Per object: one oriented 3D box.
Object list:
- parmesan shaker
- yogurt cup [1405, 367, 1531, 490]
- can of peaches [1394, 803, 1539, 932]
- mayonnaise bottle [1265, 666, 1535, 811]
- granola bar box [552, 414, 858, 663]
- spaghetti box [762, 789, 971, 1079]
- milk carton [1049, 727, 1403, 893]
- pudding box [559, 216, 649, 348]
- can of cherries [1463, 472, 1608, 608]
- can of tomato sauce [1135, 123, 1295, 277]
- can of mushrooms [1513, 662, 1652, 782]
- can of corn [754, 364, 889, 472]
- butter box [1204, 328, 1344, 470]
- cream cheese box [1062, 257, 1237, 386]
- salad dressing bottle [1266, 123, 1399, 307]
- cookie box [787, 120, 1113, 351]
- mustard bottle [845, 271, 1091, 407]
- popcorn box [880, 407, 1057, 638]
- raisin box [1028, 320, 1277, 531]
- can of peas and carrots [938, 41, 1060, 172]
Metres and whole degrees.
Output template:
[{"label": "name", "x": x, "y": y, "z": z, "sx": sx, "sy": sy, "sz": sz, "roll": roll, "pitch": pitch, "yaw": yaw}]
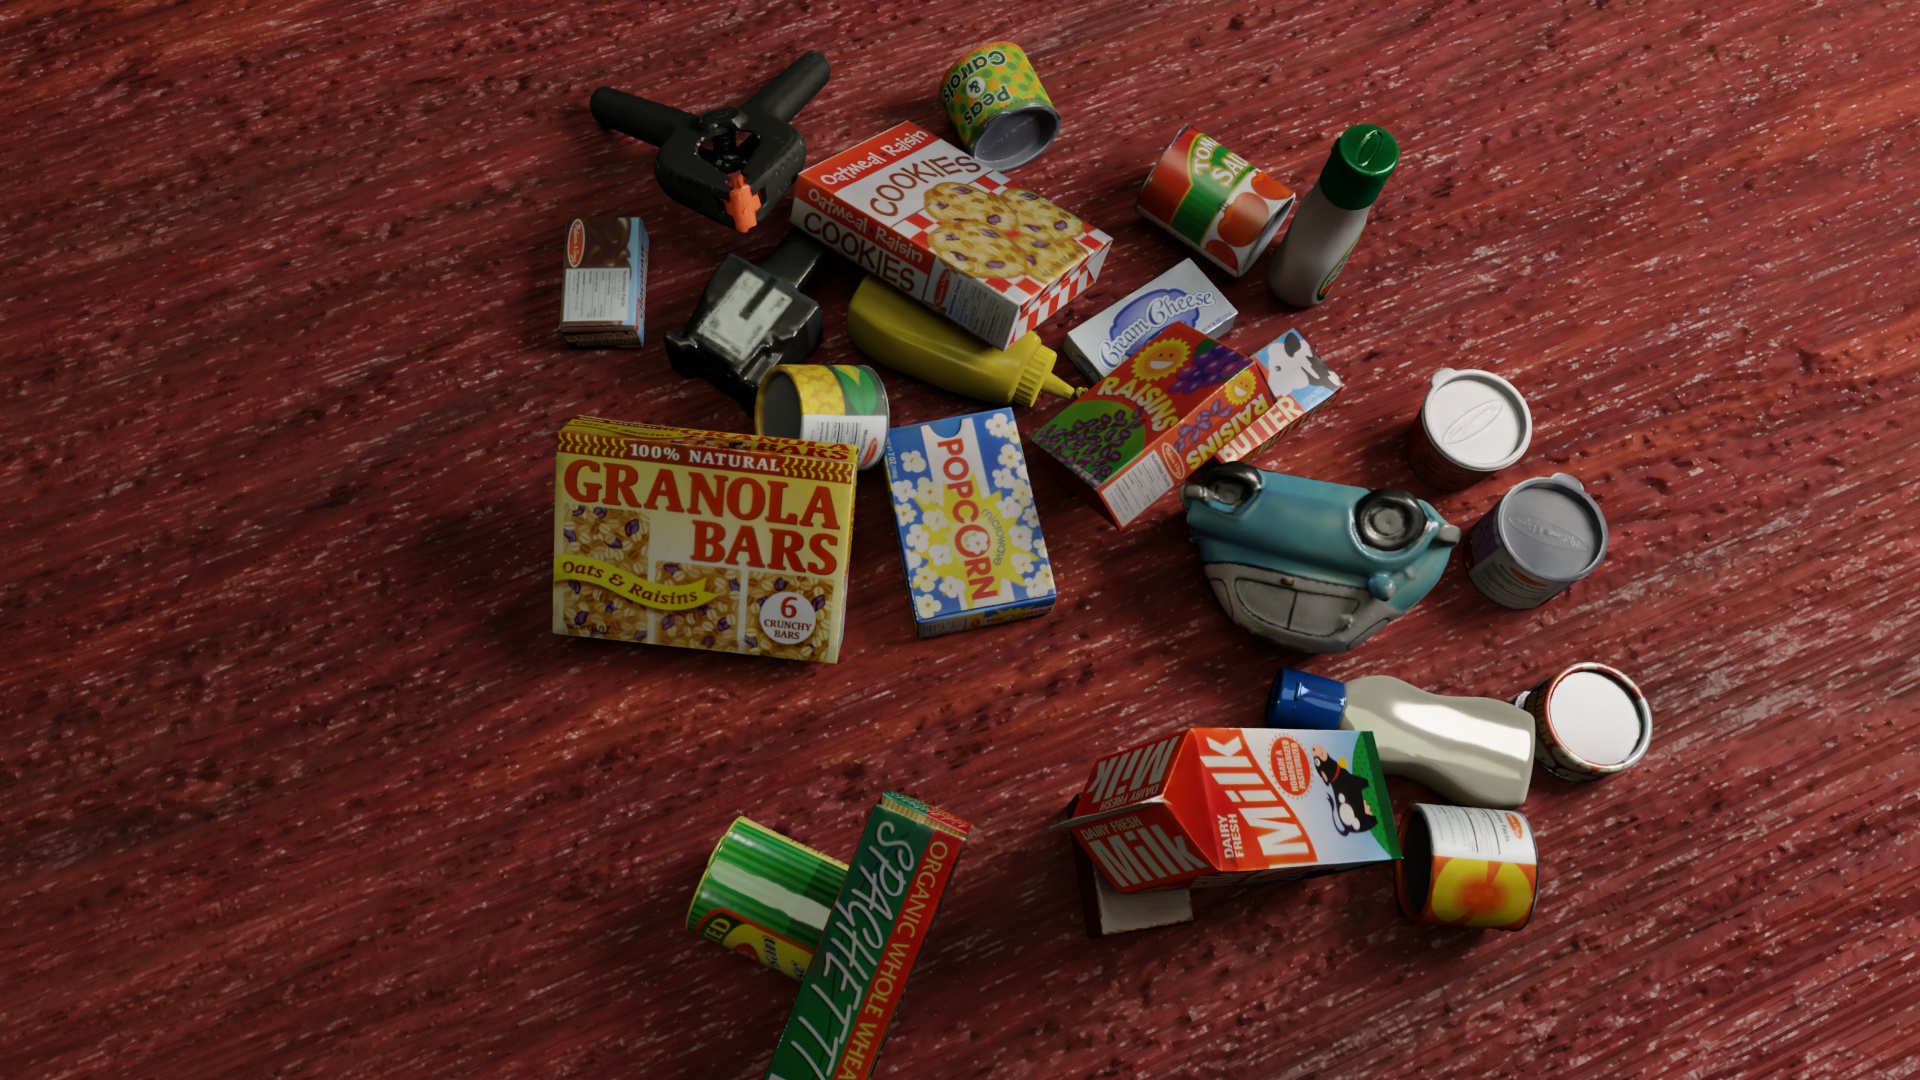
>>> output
[{"label": "parmesan shaker", "x": -0.086, "y": 0.198, "z": 0.743, "sx": 0.103, "sy": 0.071, "sz": 0.071, "roll": 23, "pitch": 70, "yaw": 6}, {"label": "yogurt cup", "x": 0.315, "y": -0.066, "z": 0.872, "sx": 0.072, "sy": 0.053, "sz": 0.072, "roll": 1, "pitch": 70, "yaw": -2}, {"label": "can of peaches", "x": 0.279, "y": 0.183, "z": 0.772, "sx": 0.058, "sy": 0.071, "sz": 0.071, "roll": 5, "pitch": 70, "yaw": -1}, {"label": "mayonnaise bottle", "x": 0.255, "y": 0.110, "z": 0.811, "sx": 0.148, "sy": 0.041, "sz": 0.065, "roll": 16, "pitch": 67, "yaw": 4}, {"label": "granola bar box", "x": -0.146, "y": 0.000, "z": 0.799, "sx": 0.166, "sy": 0.039, "sz": 0.123, "roll": 6, "pitch": 108, "yaw": 0}, {"label": "spaghetti box", "x": -0.062, "y": 0.246, "z": 0.696, "sx": 0.050, "sy": 0.029, "sz": 0.249, "roll": 22, "pitch": 95, "yaw": 5}, {"label": "milk carton", "x": 0.139, "y": 0.141, "z": 0.727, "sx": 0.191, "sy": 0.072, "sz": 0.073, "roll": 7, "pitch": 66, "yaw": -37}, {"label": "pudding box", "x": -0.229, "y": -0.167, "z": 0.896, "sx": 0.050, "sy": 0.030, "sz": 0.084, "roll": -2, "pitch": 69, "yaw": -2}, {"label": "can of cherries", "x": 0.350, "y": 0.001, "z": 0.847, "sx": 0.071, "sy": 0.058, "sz": 0.072, "roll": 1, "pitch": 69, "yaw": -2}, {"label": "can of tomato sauce", "x": 0.169, "y": -0.224, "z": 0.916, "sx": 0.083, "sy": 0.071, "sz": 0.071, "roll": 36, "pitch": 72, "yaw": 10}, {"label": "can of mushrooms", "x": 0.368, "y": 0.107, "z": 0.821, "sx": 0.071, "sy": 0.033, "sz": 0.071, "roll": 1, "pitch": 70, "yaw": -3}, {"label": "can of corn", "x": -0.086, "y": -0.075, "z": 0.840, "sx": 0.058, "sy": 0.071, "sz": 0.071, "roll": -3, "pitch": 67, "yaw": -34}, {"label": "butter box", "x": 0.189, "y": -0.087, "z": 0.890, "sx": 0.104, "sy": 0.024, "sz": 0.053, "roll": -35, "pitch": 74, "yaw": -15}, {"label": "cream cheese box", "x": 0.123, "y": -0.136, "z": 0.905, "sx": 0.104, "sy": 0.024, "sz": 0.053, "roll": -34, "pitch": 73, "yaw": -14}, {"label": "salad dressing bottle", "x": 0.232, "y": -0.201, "z": 0.869, "sx": 0.044, "sy": 0.147, "sz": 0.064, "roll": 29, "pitch": 72, "yaw": 8}, {"label": "cookie box", "x": -0.006, "y": -0.196, "z": 0.880, "sx": 0.167, "sy": 0.040, "sz": 0.123, "roll": 33, "pitch": 43, "yaw": 14}, {"label": "mustard bottle", "x": 0.008, "y": -0.121, "z": 0.880, "sx": 0.160, "sy": 0.048, "sz": 0.065, "roll": 27, "pitch": 61, "yaw": 7}, {"label": "popcorn box", "x": 0.003, "y": -0.011, "z": 0.844, "sx": 0.085, "sy": 0.038, "sz": 0.127, "roll": -11, "pitch": 71, "yaw": -6}, {"label": "raisin box", "x": 0.115, "y": -0.071, "z": 0.841, "sx": 0.123, "sy": 0.040, "sz": 0.086, "roll": -39, "pitch": 35, "yaw": -6}, {"label": "can of peas and carrots", "x": 0.025, "y": -0.292, "z": 0.934, "sx": 0.071, "sy": 0.070, "sz": 0.059, "roll": -21, "pitch": 71, "yaw": -10}]
